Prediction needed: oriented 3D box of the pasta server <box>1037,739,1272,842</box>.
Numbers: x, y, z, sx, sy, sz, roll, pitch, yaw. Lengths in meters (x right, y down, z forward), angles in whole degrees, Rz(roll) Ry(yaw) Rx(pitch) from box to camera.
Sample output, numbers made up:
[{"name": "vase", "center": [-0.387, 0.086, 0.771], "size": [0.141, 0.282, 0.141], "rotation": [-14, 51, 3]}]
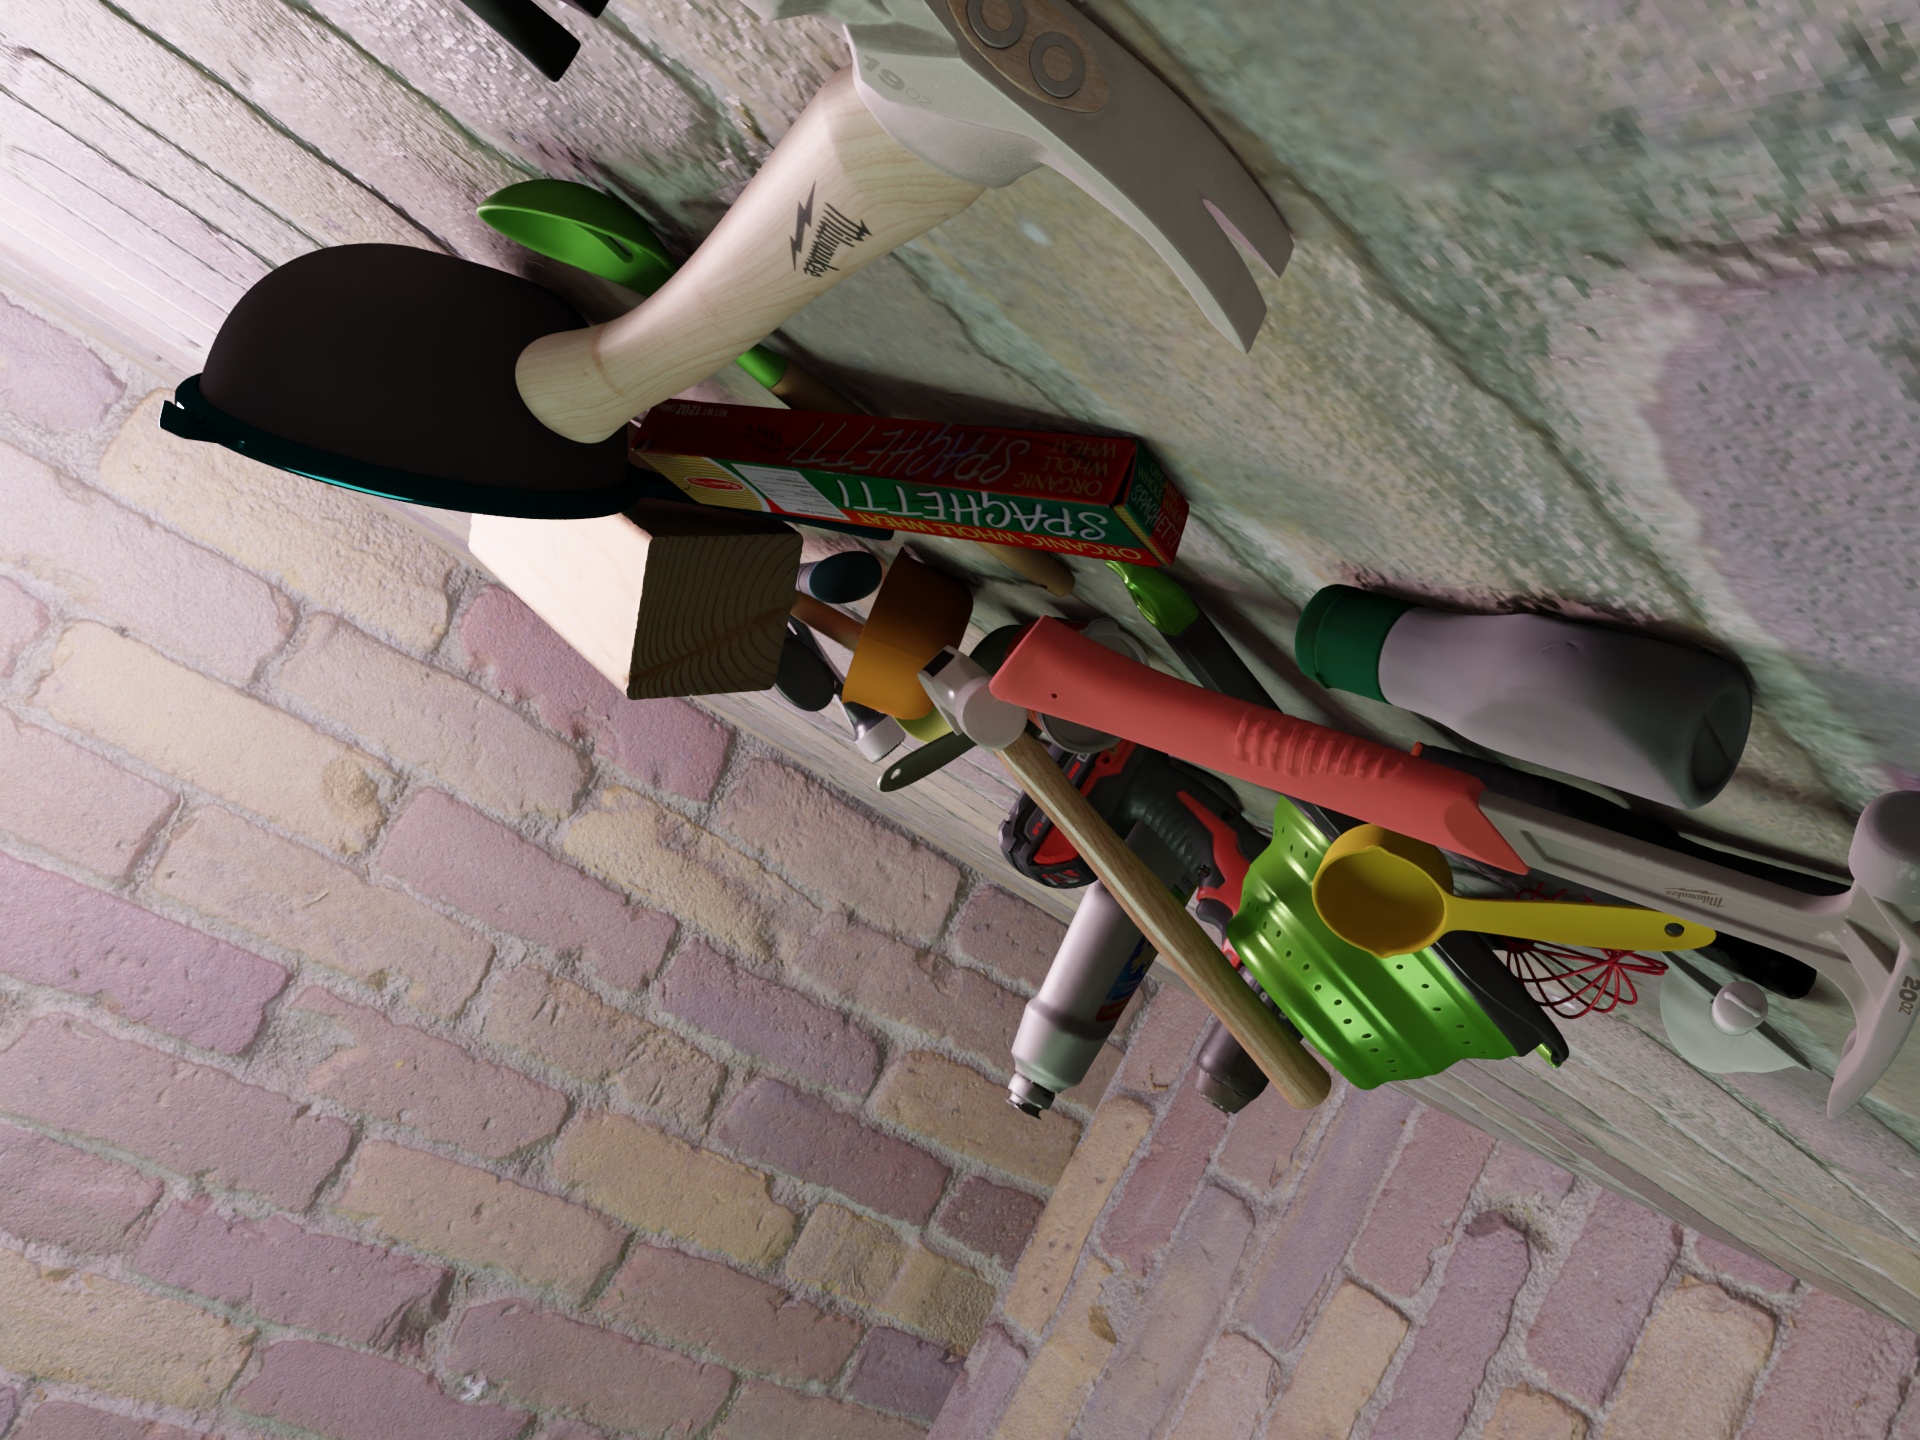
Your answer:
[{"name": "pasta server", "center": [0.123, 0.060, 1.219], "size": [0.316, 0.040, 0.060], "rotation": [25, 159, 34]}]

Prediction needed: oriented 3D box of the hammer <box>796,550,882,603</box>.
[{"name": "hammer", "center": [-0.153, -0.086, 1.080], "size": [0.331, 0.128, 0.033], "rotation": [1, 107, 57]}]

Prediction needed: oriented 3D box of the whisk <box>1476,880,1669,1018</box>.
[{"name": "whisk", "center": [0.307, 0.117, 0.866], "size": [0.073, 0.073, 0.295], "rotation": [28, 177, 5]}]

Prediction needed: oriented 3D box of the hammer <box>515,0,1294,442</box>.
[{"name": "hammer", "center": [-0.067, -0.133, 0.518], "size": [0.146, 0.038, 0.411], "rotation": [31, 167, -23]}]

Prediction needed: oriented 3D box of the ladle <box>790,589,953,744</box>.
[{"name": "ladle", "center": [-0.060, -0.036, 1.026], "size": [0.078, 0.062, 0.320], "rotation": [43, -176, 17]}]

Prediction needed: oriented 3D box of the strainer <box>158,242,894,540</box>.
[{"name": "strainer", "center": [-0.186, -0.159, 0.762], "size": [0.340, 0.095, 0.211], "rotation": [9, -162, -17]}]

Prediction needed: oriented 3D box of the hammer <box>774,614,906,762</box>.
[{"name": "hammer", "center": [-0.097, -0.032, 1.069], "size": [0.149, 0.036, 0.409], "rotation": [51, 179, -1]}]

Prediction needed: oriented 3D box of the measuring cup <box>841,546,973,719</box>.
[{"name": "measuring cup", "center": [-0.023, -0.051, 0.933], "size": [0.052, 0.095, 0.173], "rotation": [22, -169, 2]}]

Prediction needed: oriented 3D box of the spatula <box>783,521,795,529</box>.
[{"name": "spatula", "center": [-0.248, -0.178, 0.982], "size": [0.317, 0.044, 0.082], "rotation": [28, 177, -1]}]

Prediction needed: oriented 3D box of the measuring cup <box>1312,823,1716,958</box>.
[{"name": "measuring cup", "center": [0.226, 0.073, 0.657], "size": [0.156, 0.029, 0.062], "rotation": [4, 125, 24]}]

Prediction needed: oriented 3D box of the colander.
[{"name": "colander", "center": [0.157, 0.073, 0.773], "size": [0.396, 0.094, 0.205], "rotation": [45, -174, -34]}]

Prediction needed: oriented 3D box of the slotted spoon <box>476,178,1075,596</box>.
[{"name": "slotted spoon", "center": [-0.059, -0.132, 0.671], "size": [0.313, 0.031, 0.070], "rotation": [32, 169, -34]}]

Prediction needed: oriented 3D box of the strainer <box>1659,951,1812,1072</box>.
[{"name": "strainer", "center": [0.350, 0.135, 0.726], "size": [0.087, 0.050, 0.258], "rotation": [43, -173, 26]}]

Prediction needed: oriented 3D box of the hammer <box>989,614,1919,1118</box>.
[{"name": "hammer", "center": [0.171, 0.034, 0.611], "size": [0.359, 0.037, 0.149], "rotation": [20, 144, 29]}]

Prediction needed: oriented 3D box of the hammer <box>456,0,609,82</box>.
[{"name": "hammer", "center": [-0.059, -0.190, 0.272], "size": [0.127, 0.034, 0.337], "rotation": [35, 170, -34]}]

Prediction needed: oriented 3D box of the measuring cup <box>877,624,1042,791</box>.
[{"name": "measuring cup", "center": [-0.001, -0.003, 0.880], "size": [0.038, 0.083, 0.167], "rotation": [30, -142, 27]}]

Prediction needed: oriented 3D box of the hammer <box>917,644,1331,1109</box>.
[{"name": "hammer", "center": [0.090, 0.087, 0.821], "size": [0.331, 0.031, 0.130], "rotation": [49, 178, -21]}]

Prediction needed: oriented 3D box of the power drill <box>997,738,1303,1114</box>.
[{"name": "power drill", "center": [0.135, 0.111, 0.977], "size": [0.227, 0.188, 0.080], "rotation": [30, 173, 26]}]
